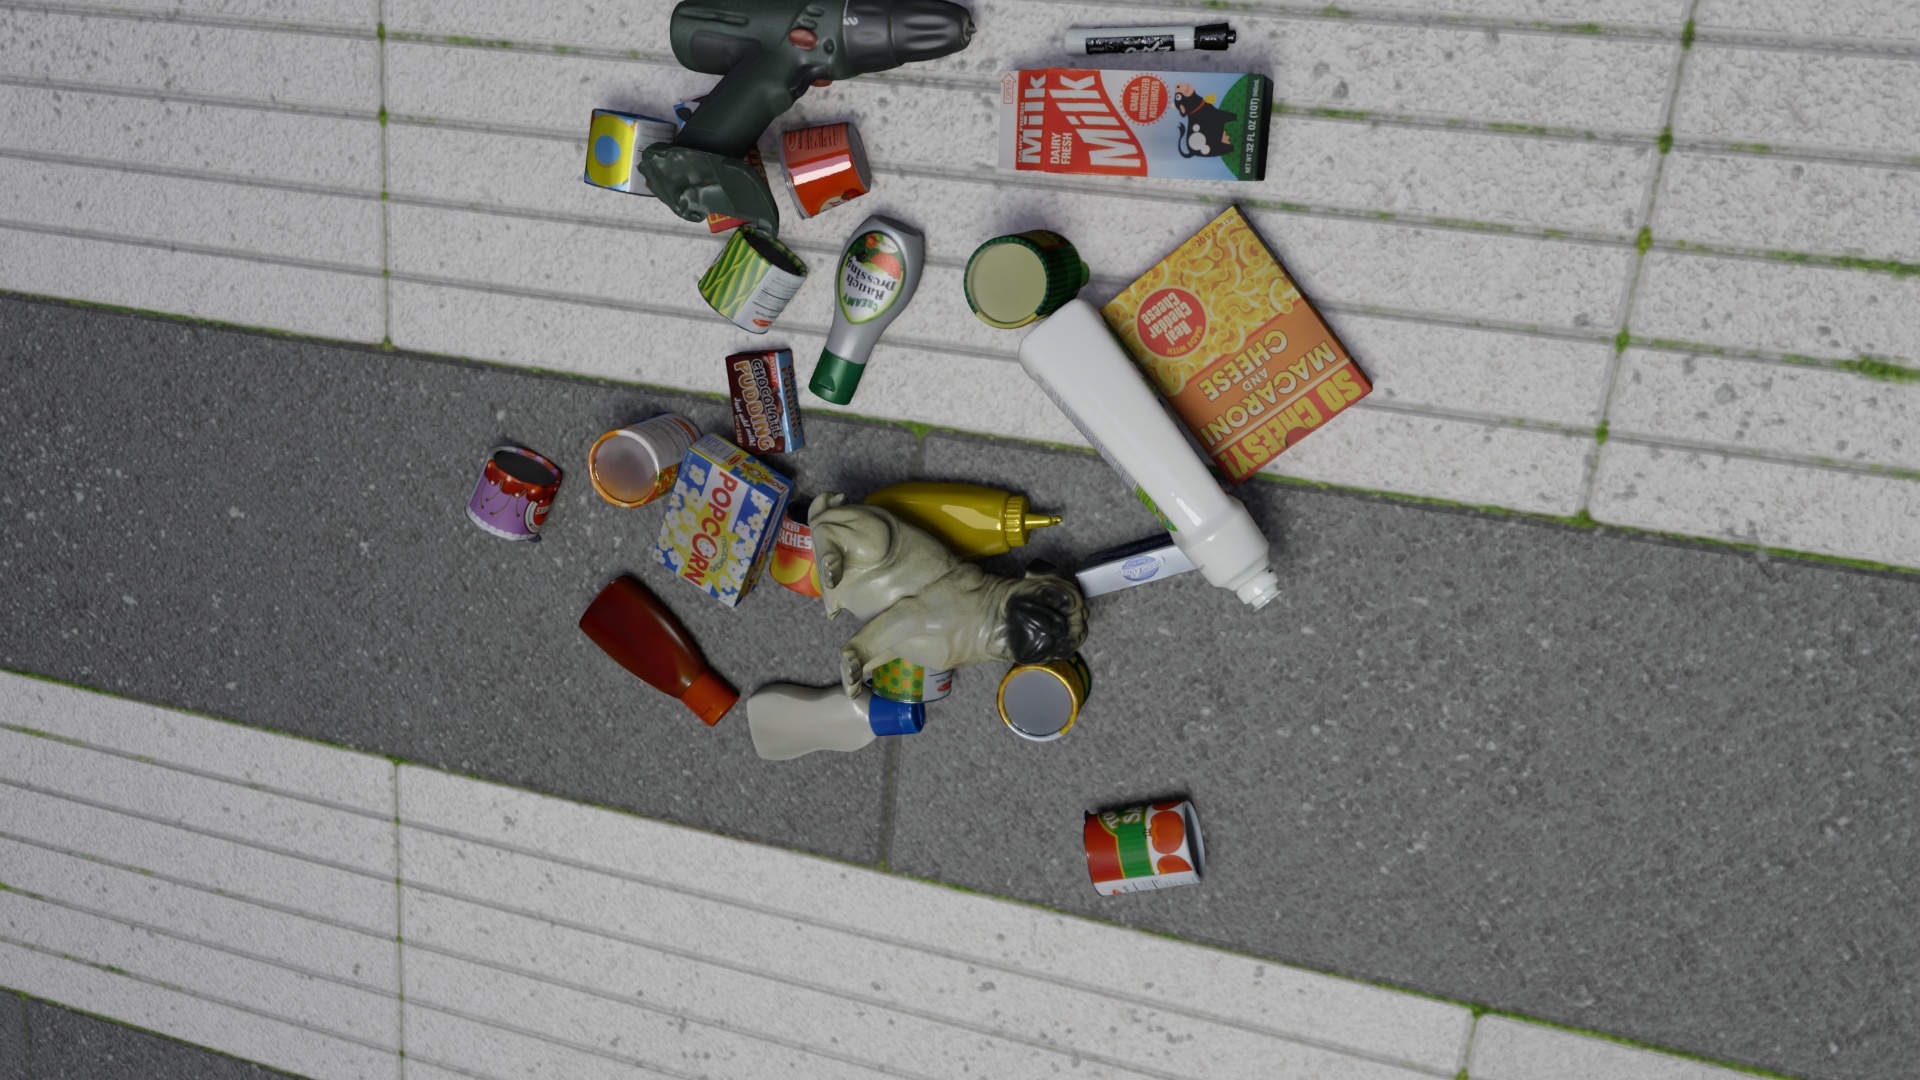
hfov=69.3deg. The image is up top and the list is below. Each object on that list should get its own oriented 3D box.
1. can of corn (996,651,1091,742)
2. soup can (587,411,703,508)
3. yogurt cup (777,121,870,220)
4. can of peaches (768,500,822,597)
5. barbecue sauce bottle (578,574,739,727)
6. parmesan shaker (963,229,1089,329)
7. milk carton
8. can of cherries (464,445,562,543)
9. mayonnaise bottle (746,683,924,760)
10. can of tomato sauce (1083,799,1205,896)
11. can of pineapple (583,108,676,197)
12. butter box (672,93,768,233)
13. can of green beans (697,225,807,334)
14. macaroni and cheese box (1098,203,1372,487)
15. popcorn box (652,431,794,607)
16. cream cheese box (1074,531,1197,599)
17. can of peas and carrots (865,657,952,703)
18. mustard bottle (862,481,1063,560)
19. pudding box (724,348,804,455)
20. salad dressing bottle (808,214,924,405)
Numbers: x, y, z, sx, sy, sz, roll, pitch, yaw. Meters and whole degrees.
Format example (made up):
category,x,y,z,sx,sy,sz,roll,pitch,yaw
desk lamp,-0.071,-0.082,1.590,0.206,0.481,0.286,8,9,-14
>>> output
category,x,y,z,sx,sy,sz,roll,pitch,yaw
can of corn,0.067,0.118,1.110,0.071,0.058,0.071,4,105,15
soup can,-0.259,-0.065,1.146,0.071,0.084,0.071,4,105,16
yogurt cup,-0.102,-0.285,1.057,0.054,0.072,0.072,-13,100,11
can of peaches,-0.119,0.007,1.130,0.071,0.071,0.057,23,110,10
barbecue sauce bottle,-0.259,0.100,1.209,0.148,0.044,0.064,42,111,2
parmesan shaker,0.049,-0.192,1.013,0.071,0.103,0.071,4,105,15
milk carton,0.120,-0.294,0.983,0.190,0.074,0.072,6,106,15
can of cherries,-0.383,-0.040,1.199,0.071,0.072,0.058,32,109,7
mayonnaise bottle,-0.105,0.151,1.179,0.148,0.041,0.064,-6,103,17
can of tomato sauce,0.147,0.245,1.114,0.083,0.071,0.071,-13,100,18
can of pineapple,-0.262,-0.306,1.097,0.071,0.071,0.057,16,107,12
butter box,-0.186,-0.299,1.098,0.053,0.024,0.103,-13,99,19
can of green beans,-0.163,-0.205,1.092,0.071,0.071,0.057,42,111,3
macaroni and cheese box,0.201,-0.141,1.015,0.123,0.040,0.166,-37,91,22
popcorn box,-0.197,-0.016,1.147,0.085,0.038,0.126,31,126,6
cream cheese box,0.142,0.015,1.064,0.103,0.053,0.024,-16,101,19
can of peas and carrots,-0.041,0.093,1.131,0.071,0.071,0.058,8,105,15
mustard bottle,0.004,-0.014,1.100,0.160,0.049,0.065,0,109,16
pudding box,-0.159,-0.113,1.134,0.049,0.030,0.083,-2,103,17
salad dressing bottle,-0.076,-0.178,1.085,0.064,0.044,0.147,27,110,7
